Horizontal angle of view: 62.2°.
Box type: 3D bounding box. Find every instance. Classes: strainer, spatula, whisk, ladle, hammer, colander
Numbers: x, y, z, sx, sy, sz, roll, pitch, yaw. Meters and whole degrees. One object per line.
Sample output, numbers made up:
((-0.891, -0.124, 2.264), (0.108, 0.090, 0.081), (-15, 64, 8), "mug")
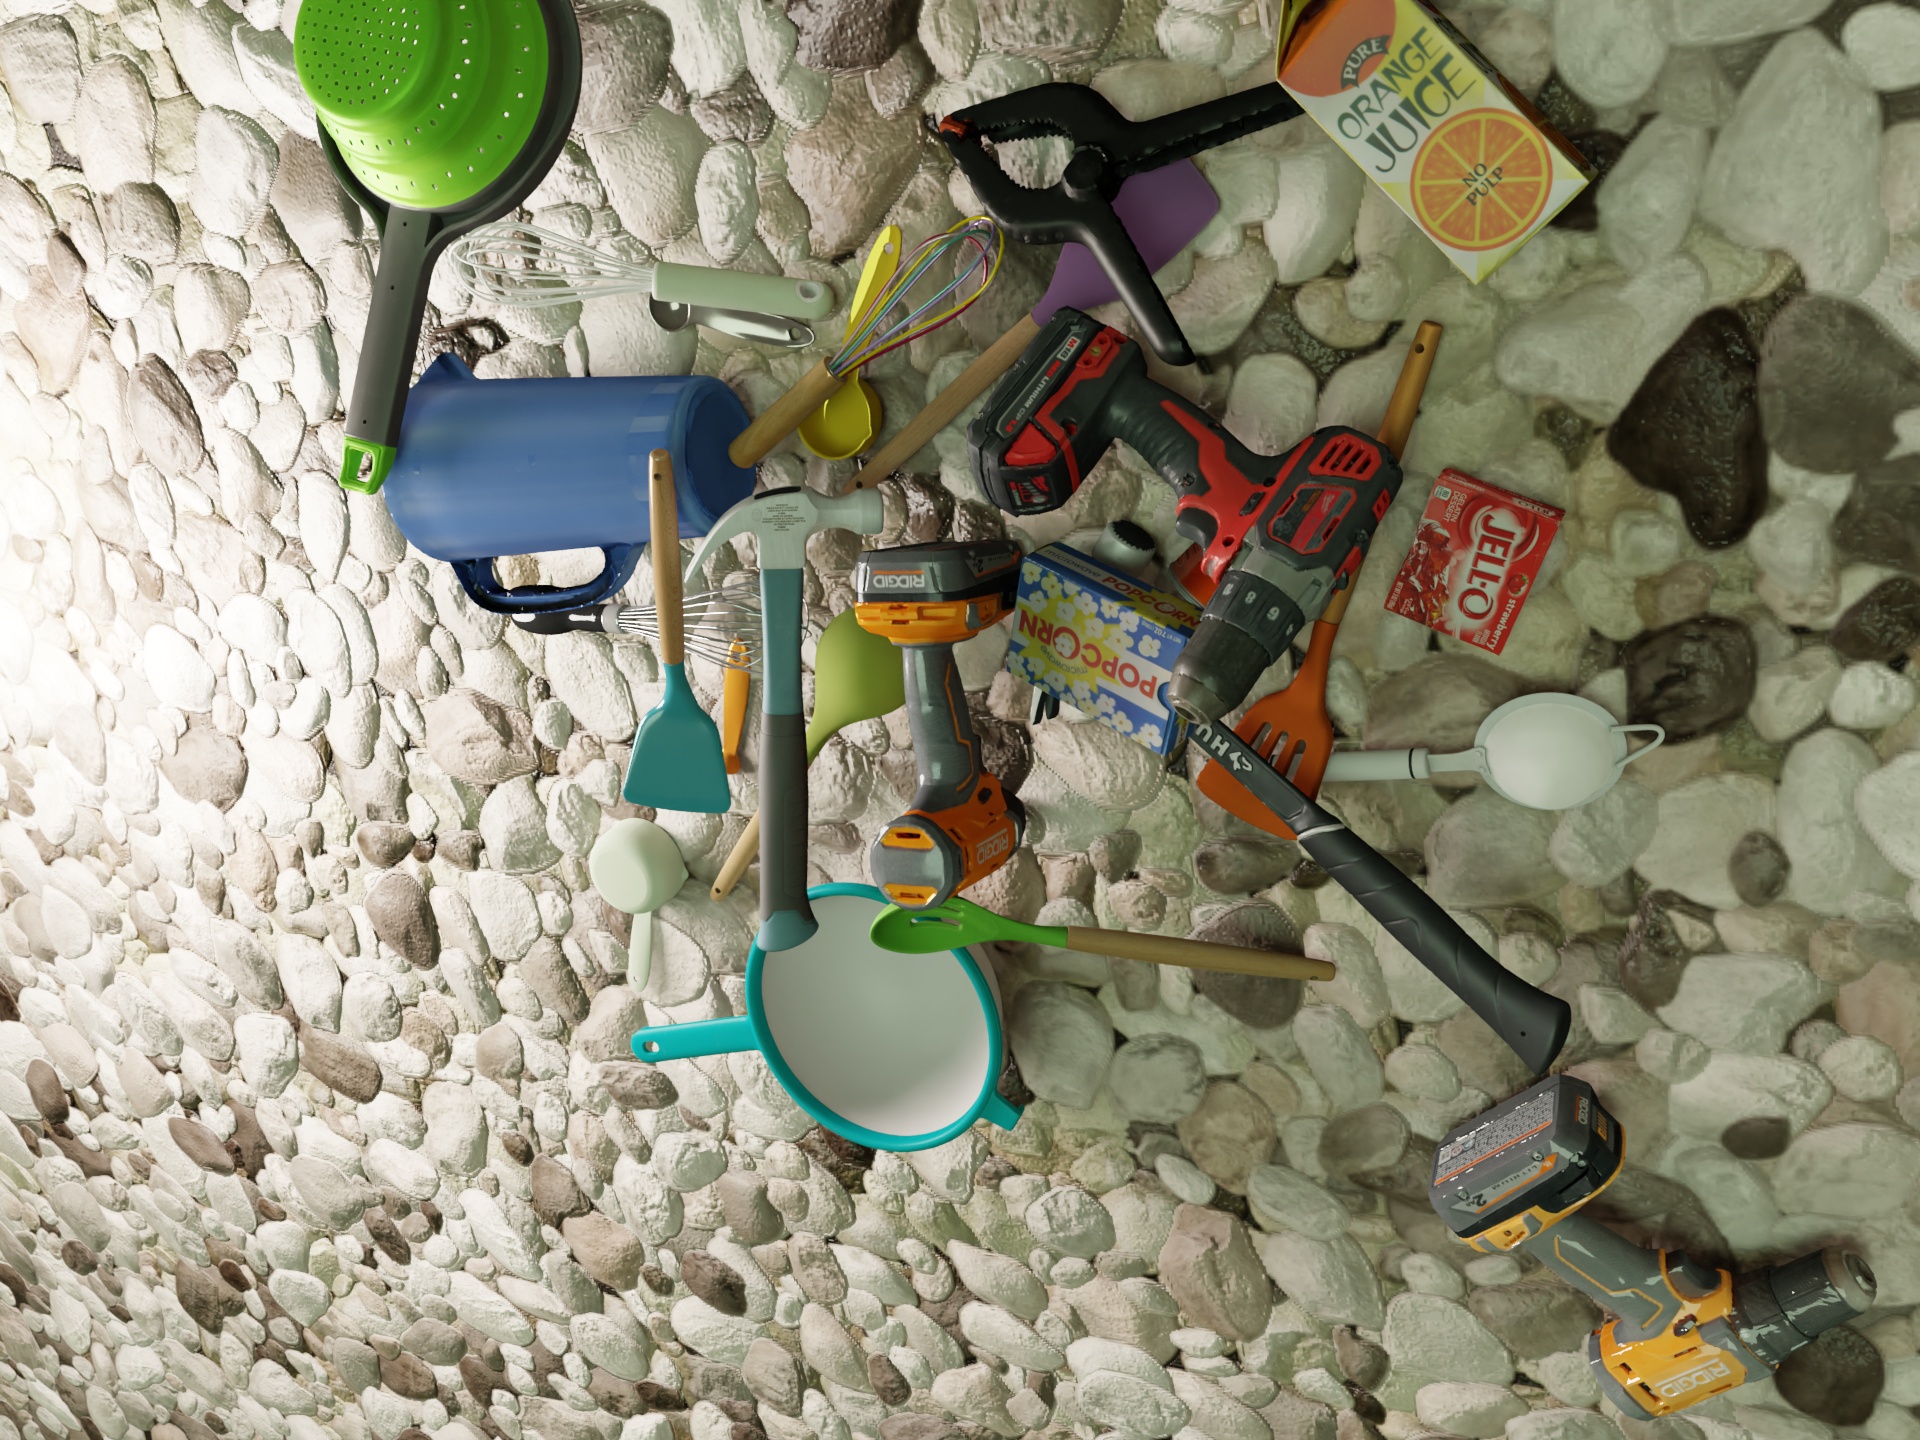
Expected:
((0.290, 0.028, 0.976), (0.258, 0.050, 0.086), (-4, 123, 31), "strainer")
((-0.201, -0.054, 1.102), (0.082, 0.044, 0.317), (7, 137, 0), "spatula")
((-0.204, -0.285, 1.029), (0.246, 0.058, 0.059), (5, 161, -6), "whisk")
((-0.120, 0.036, 1.189), (0.078, 0.062, 0.320), (39, 130, 4), "ladle")
((-0.229, -0.075, 1.182), (0.285, 0.070, 0.070), (5, 114, 30), "whisk")
((0.030, -0.237, 0.999), (0.316, 0.018, 0.060), (-38, 91, 32), "spatula")
((-0.102, 0.219, 1.219), (0.340, 0.095, 0.211), (-13, 99, 31), "strainer")
((-0.118, 0.006, 1.075), (0.128, 0.033, 0.330), (0, 111, -6), "hammer")
((0.226, -0.081, 0.957), (0.081, 0.041, 0.322), (30, 121, 29), "spatula")
((-0.374, -0.345, 1.029), (0.204, 0.094, 0.397), (16, 97, 18), "colander")
((0.202, 0.058, 0.973), (0.409, 0.036, 0.149), (45, 125, 21), "hammer")
((-0.064, -0.232, 1.006), (0.245, 0.051, 0.047), (-34, 92, 31), "whisk")

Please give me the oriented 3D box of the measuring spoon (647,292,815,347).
((-0.154, -0.273, 1.081), (0.124, 0.018, 0.034), (15, 118, 12), "measuring spoon")

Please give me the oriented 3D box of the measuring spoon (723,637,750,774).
((-0.174, -0.009, 1.205), (0.021, 0.011, 0.116), (19, 119, 18), "measuring spoon")

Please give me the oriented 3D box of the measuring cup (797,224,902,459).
((-0.063, -0.246, 1.043), (0.062, 0.029, 0.156), (27, 109, 18), "measuring cup")

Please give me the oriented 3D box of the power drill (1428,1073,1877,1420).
((0.438, 0.332, 1.013), (0.226, 0.084, 0.185), (45, 123, -3), "power drill")

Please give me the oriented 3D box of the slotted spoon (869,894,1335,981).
((0.096, 0.150, 1.070), (0.313, 0.031, 0.070), (7, 141, -1), "slotted spoon")

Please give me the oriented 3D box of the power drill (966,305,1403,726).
((0.113, -0.118, 0.911), (0.227, 0.080, 0.188), (32, 79, 20), "power drill")

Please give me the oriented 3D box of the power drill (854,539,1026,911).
((-0.002, -0.003, 1.051), (0.084, 0.164, 0.226), (2, 100, 26), "power drill")

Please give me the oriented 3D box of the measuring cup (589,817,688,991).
((-0.272, 0.162, 1.312), (0.083, 0.038, 0.167), (17, 116, 19), "measuring cup")
